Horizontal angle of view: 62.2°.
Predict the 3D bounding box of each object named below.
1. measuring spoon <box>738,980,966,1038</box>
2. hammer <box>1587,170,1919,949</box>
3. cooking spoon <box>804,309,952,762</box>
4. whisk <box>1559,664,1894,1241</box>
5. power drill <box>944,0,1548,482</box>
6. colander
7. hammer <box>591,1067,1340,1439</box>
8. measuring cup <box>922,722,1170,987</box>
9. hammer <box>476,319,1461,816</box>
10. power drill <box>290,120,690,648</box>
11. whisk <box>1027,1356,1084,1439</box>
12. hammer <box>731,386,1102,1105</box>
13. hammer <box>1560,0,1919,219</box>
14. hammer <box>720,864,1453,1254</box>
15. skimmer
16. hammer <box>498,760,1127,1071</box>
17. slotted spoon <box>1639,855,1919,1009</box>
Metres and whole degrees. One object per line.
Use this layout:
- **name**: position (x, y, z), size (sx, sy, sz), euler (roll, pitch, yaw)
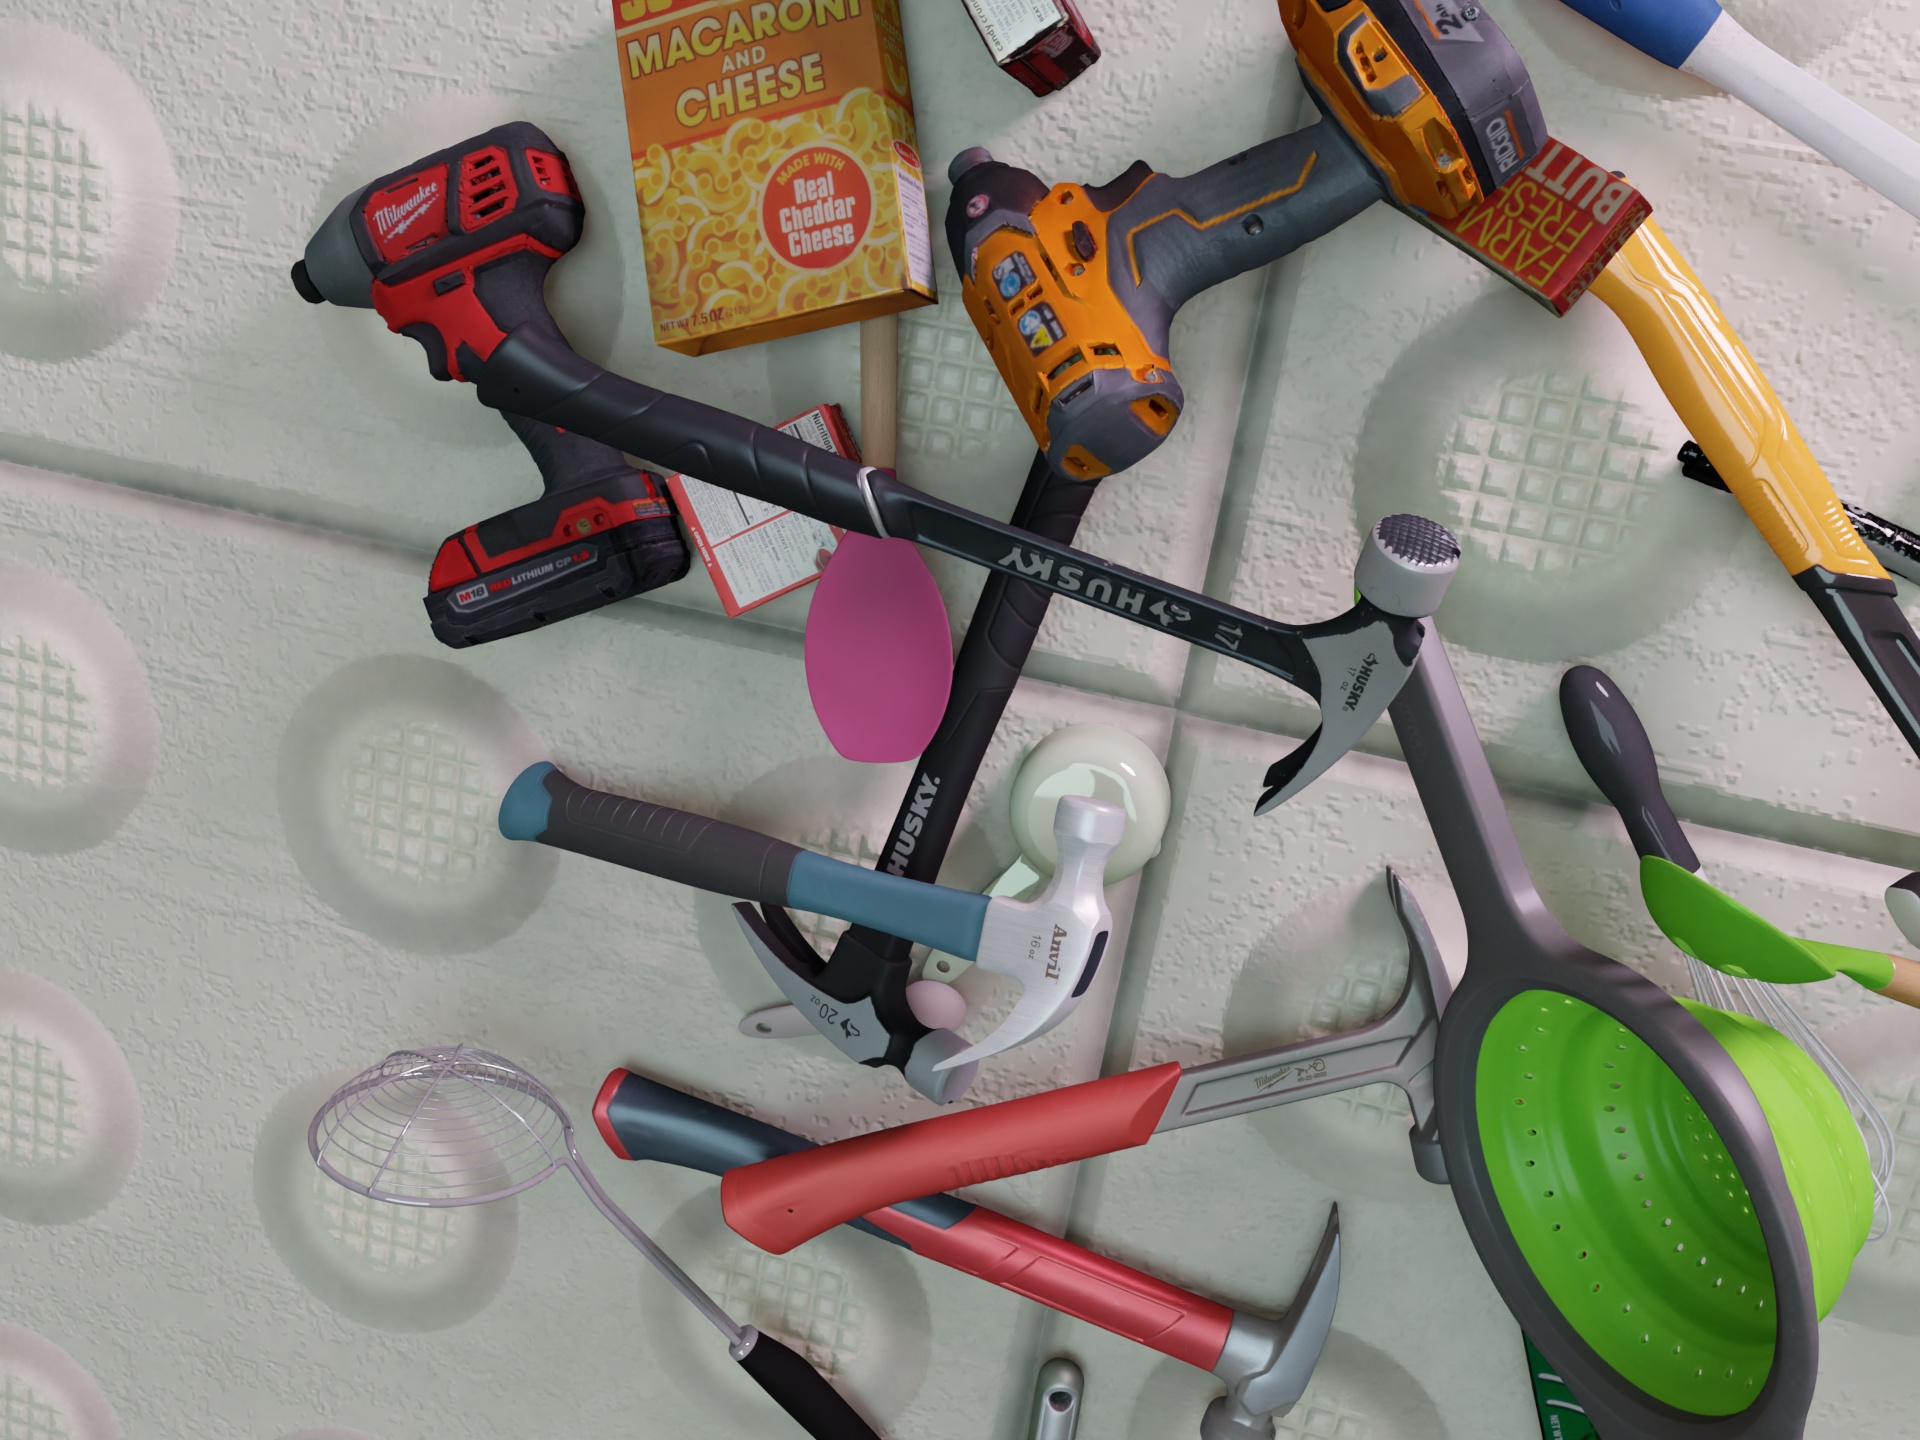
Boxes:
- **measuring spoon**: position (-0.058, 0.155, 0.810), size (0.124, 0.018, 0.034), euler (-9, 122, 16)
- **hammer**: position (0.349, -0.080, 0.640), size (0.127, 0.034, 0.337), euler (-32, 85, 1)
- **cooking spoon**: position (-0.036, -0.139, 0.718), size (0.069, 0.017, 0.319), euler (1, 95, 8)
- **whisk**: position (0.333, 0.104, 0.704), size (0.070, 0.070, 0.284), euler (-26, 91, 16)
- **power drill**: position (0.098, -0.224, 0.650), size (0.226, 0.084, 0.164), euler (-34, 66, 19)
- **colander**: position (0.267, 0.105, 0.657), size (0.094, 0.204, 0.397), euler (-14, 79, -18)
- **hammer**: position (-0.003, 0.247, 0.814), size (0.386, 0.038, 0.143), euler (20, 105, 7)
- **measuring cup**: position (0.032, 0.075, 0.765), size (0.083, 0.038, 0.167), euler (40, 106, 1)
- **hammer**: position (-0.016, -0.080, 0.661), size (0.409, 0.036, 0.149), euler (21, 134, 9)
- **power drill**: position (-0.224, -0.153, 0.750), size (0.143, 0.078, 0.219), euler (-17, 96, 14)
- **whisk**: position (0.037, 0.454, 0.850), size (0.058, 0.059, 0.246), euler (8, 100, -2)
- **hammer**: position (-0.001, -0.002, 0.741), size (0.146, 0.035, 0.334), euler (28, 102, 31)
- **hammer**: position (0.306, -0.269, 0.630), size (0.405, 0.035, 0.144), euler (35, 108, 2)
- **hammer**: position (0.058, 0.182, 0.758), size (0.359, 0.037, 0.149), euler (-14, 96, 6)
- **skimmer**: position (-0.177, 0.304, 0.838), size (0.090, 0.127, 0.363), euler (-40, 102, 9)
- **hammer**: position (-0.085, 0.069, 0.741), size (0.331, 0.033, 0.128), euler (12, 92, 28)
- **slotted spoon**: position (0.376, 0.105, 0.625), size (0.313, 0.070, 0.031), euler (17, 100, -27)
